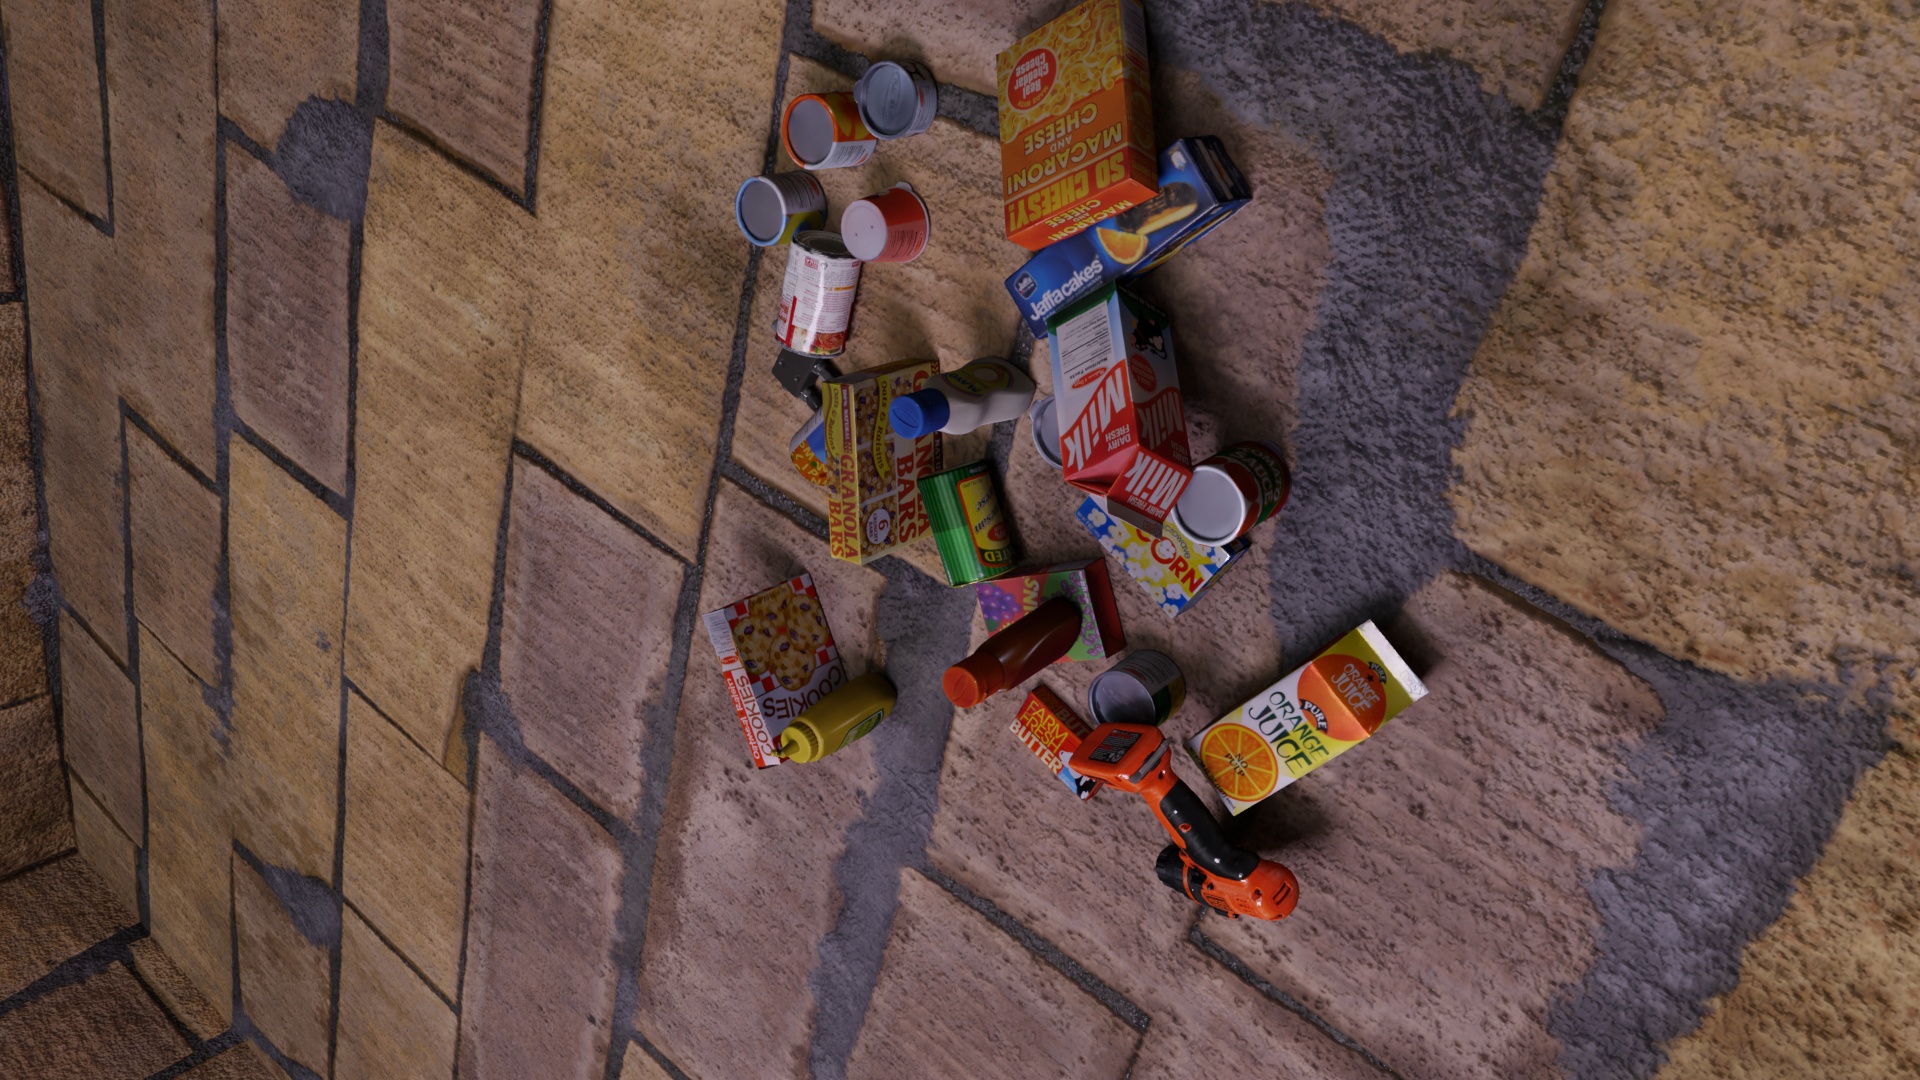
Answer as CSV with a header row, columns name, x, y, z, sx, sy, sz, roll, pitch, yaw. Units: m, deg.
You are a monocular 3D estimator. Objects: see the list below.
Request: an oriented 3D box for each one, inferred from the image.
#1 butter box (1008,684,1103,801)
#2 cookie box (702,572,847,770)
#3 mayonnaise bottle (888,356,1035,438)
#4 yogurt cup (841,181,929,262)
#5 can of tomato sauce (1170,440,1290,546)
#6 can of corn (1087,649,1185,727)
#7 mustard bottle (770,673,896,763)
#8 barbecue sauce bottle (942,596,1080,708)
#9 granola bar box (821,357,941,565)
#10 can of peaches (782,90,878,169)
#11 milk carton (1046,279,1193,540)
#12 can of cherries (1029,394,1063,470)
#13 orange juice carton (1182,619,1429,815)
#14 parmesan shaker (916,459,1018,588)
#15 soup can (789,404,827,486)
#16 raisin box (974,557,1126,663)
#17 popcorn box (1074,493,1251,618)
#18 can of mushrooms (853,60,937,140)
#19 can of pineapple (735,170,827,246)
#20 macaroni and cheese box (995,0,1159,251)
name,x,y,z,sx,sy,sz,roll,pitch,yaw
butter box,0.096,0.188,1.291,0.103,0.024,0.052,43,127,18
cookie box,-0.182,0.132,1.423,0.040,0.123,0.167,-16,96,41
mayonnaise bottle,-0.001,-0.119,1.179,0.065,0.149,0.041,36,124,23
yogurt cup,-0.069,-0.279,1.240,0.072,0.054,0.072,14,115,34
can of tomato sauce,0.212,-0.038,1.084,0.071,0.083,0.071,13,113,34
can of corn,0.153,0.136,1.206,0.071,0.058,0.071,14,113,34
mustard bottle,-0.131,0.184,1.377,0.049,0.161,0.065,44,128,16
barbecue sauce bottle,0.043,0.097,1.167,0.044,0.149,0.064,39,125,20
granola bar box,-0.069,-0.074,1.263,0.039,0.125,0.165,12,112,35
can of peaches,-0.118,-0.369,1.244,0.071,0.058,0.071,14,114,34
milk carton,0.123,-0.095,1.067,0.073,0.072,0.191,-26,56,37
can of cherries,0.101,-0.099,1.166,0.071,0.058,0.071,15,115,34
orange juice carton,0.275,0.137,1.101,0.072,0.073,0.191,54,129,9
parmesan shaker,0.005,-0.016,1.261,0.071,0.071,0.103,-13,97,40
soup can,-0.114,-0.098,1.330,0.083,0.071,0.071,-40,79,40
raisin box,0.080,0.065,1.252,0.123,0.040,0.086,-9,100,38
popcorn box,0.166,-0.010,1.158,0.127,0.038,0.084,48,128,15
can of mushrooms,-0.056,-0.384,1.207,0.071,0.033,0.070,14,114,34
can of pineapple,-0.170,-0.310,1.305,0.071,0.058,0.070,14,114,34
macaroni and cheese box,0.088,-0.322,1.068,0.123,0.040,0.167,-17,68,41
